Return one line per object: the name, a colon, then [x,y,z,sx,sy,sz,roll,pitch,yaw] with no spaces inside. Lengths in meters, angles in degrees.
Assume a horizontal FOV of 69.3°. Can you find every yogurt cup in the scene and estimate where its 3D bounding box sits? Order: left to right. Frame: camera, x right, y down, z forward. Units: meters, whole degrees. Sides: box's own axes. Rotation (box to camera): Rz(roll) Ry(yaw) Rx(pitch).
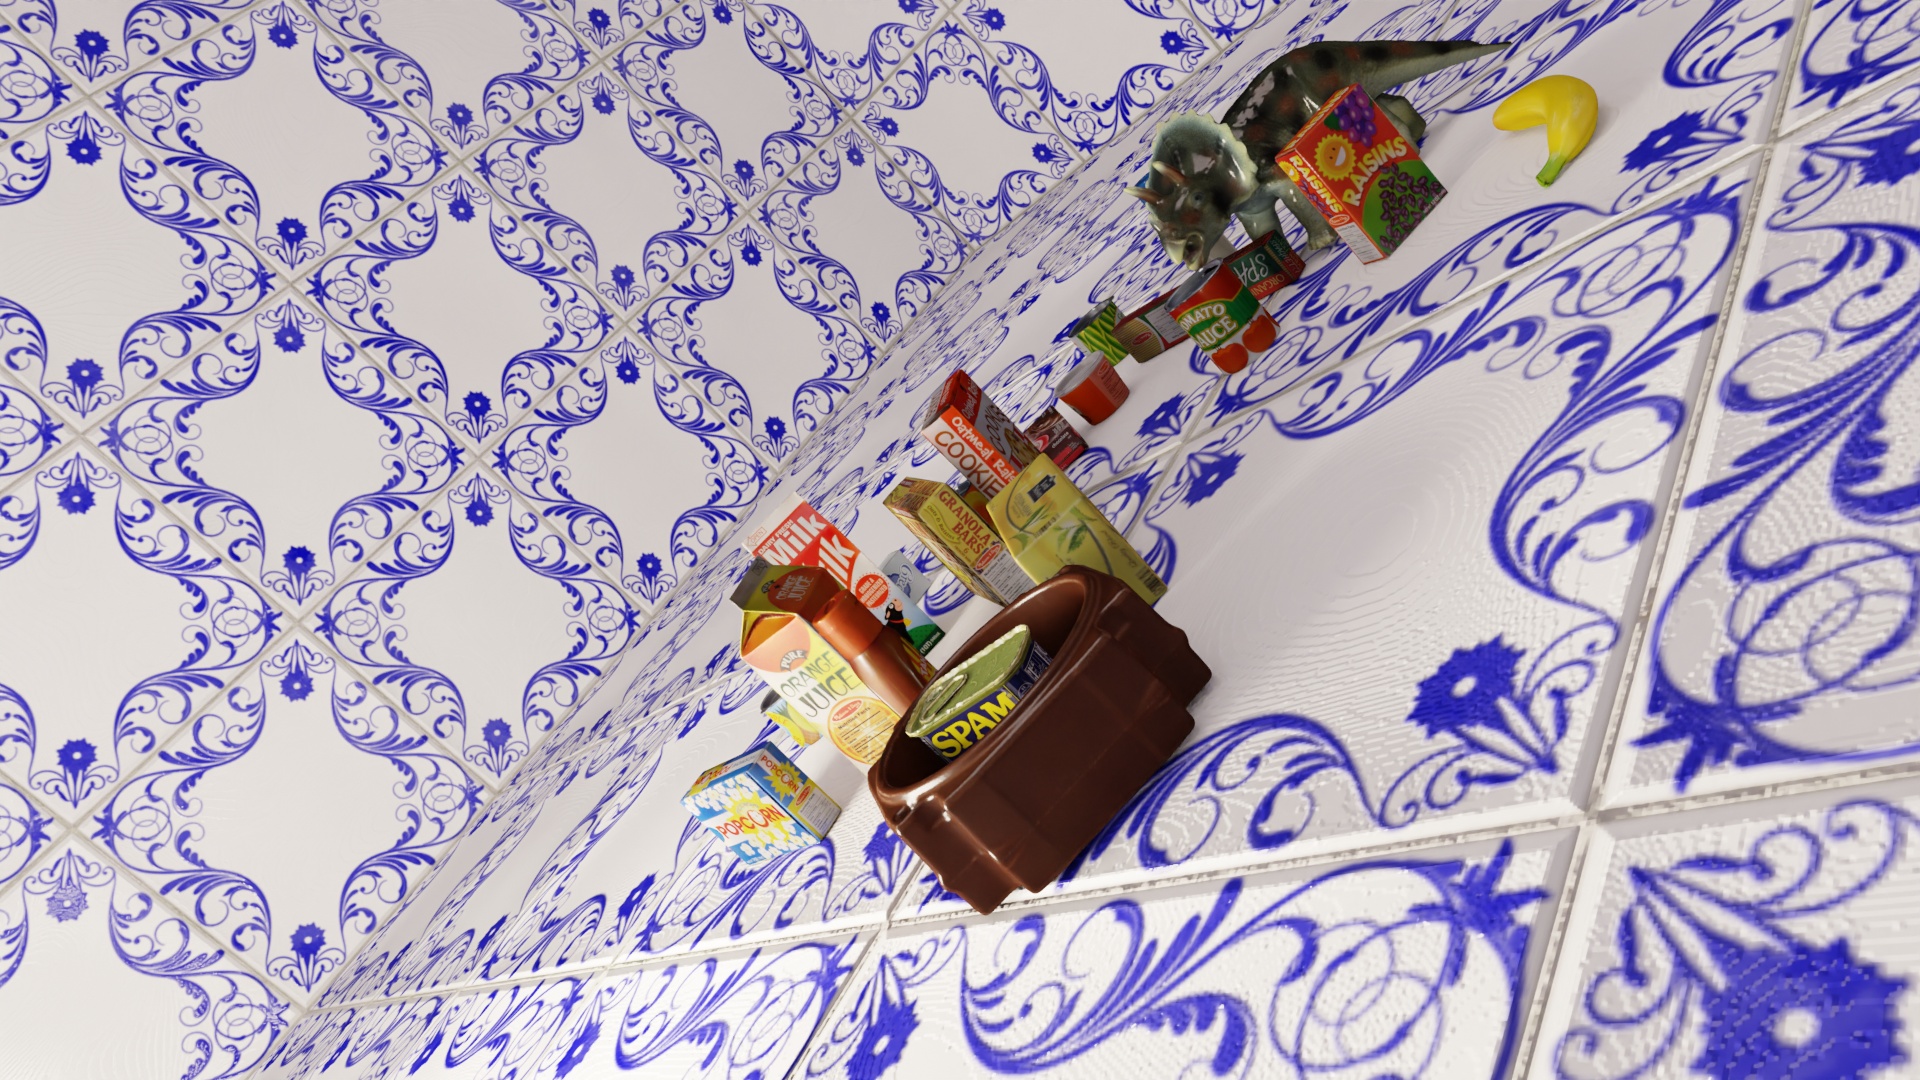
yogurt cup: [0.140,-0.158,1.459,0.072,0.054,0.072,-42,13,12]

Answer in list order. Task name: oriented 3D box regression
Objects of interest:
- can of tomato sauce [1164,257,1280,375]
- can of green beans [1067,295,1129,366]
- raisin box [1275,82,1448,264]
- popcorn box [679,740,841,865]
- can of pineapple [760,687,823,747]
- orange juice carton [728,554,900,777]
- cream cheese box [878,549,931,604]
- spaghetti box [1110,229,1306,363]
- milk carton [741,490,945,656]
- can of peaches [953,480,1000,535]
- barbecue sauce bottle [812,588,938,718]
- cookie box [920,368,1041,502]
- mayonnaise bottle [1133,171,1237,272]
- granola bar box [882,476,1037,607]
can of tomato sauce: [0.232,-0.197,1.233,0.071,0.083,0.071,-42,13,12]
can of green beans: [0.168,-0.238,1.613,0.071,0.058,0.071,-42,13,12]
raisin box: [0.337,-0.308,1.168,0.086,0.123,0.040,-47,13,-8]
popcorn box: [-0.166,0.219,1.149,0.126,0.085,0.038,-30,19,48]
can of pineapple: [-0.153,0.160,1.354,0.071,0.058,0.071,-42,13,12]
orange juice carton: [-0.104,0.094,1.109,0.072,0.192,0.072,-38,14,29]
cream cheese box: [-0.079,0.064,1.438,0.104,0.053,0.024,-52,15,-31]
spaghetti box: [0.246,-0.243,1.407,0.029,0.050,0.249,-52,15,-29]
milk carton: [-0.110,0.044,1.290,0.072,0.190,0.073,-46,13,-6]
can of peaches: [0.005,-0.018,1.425,0.071,0.058,0.071,-42,13,12]
barbecue sauce bottle: [-0.043,0.098,1.008,0.043,0.148,0.065,-42,13,10]
cookie box: [0.040,-0.068,1.231,0.040,0.167,0.123,-41,13,17]
mayonnaise bottle: [0.241,-0.325,1.459,0.041,0.148,0.065,-46,13,-7]
granola bar box: [-0.001,0.000,1.240,0.039,0.124,0.165,-46,13,-6]
